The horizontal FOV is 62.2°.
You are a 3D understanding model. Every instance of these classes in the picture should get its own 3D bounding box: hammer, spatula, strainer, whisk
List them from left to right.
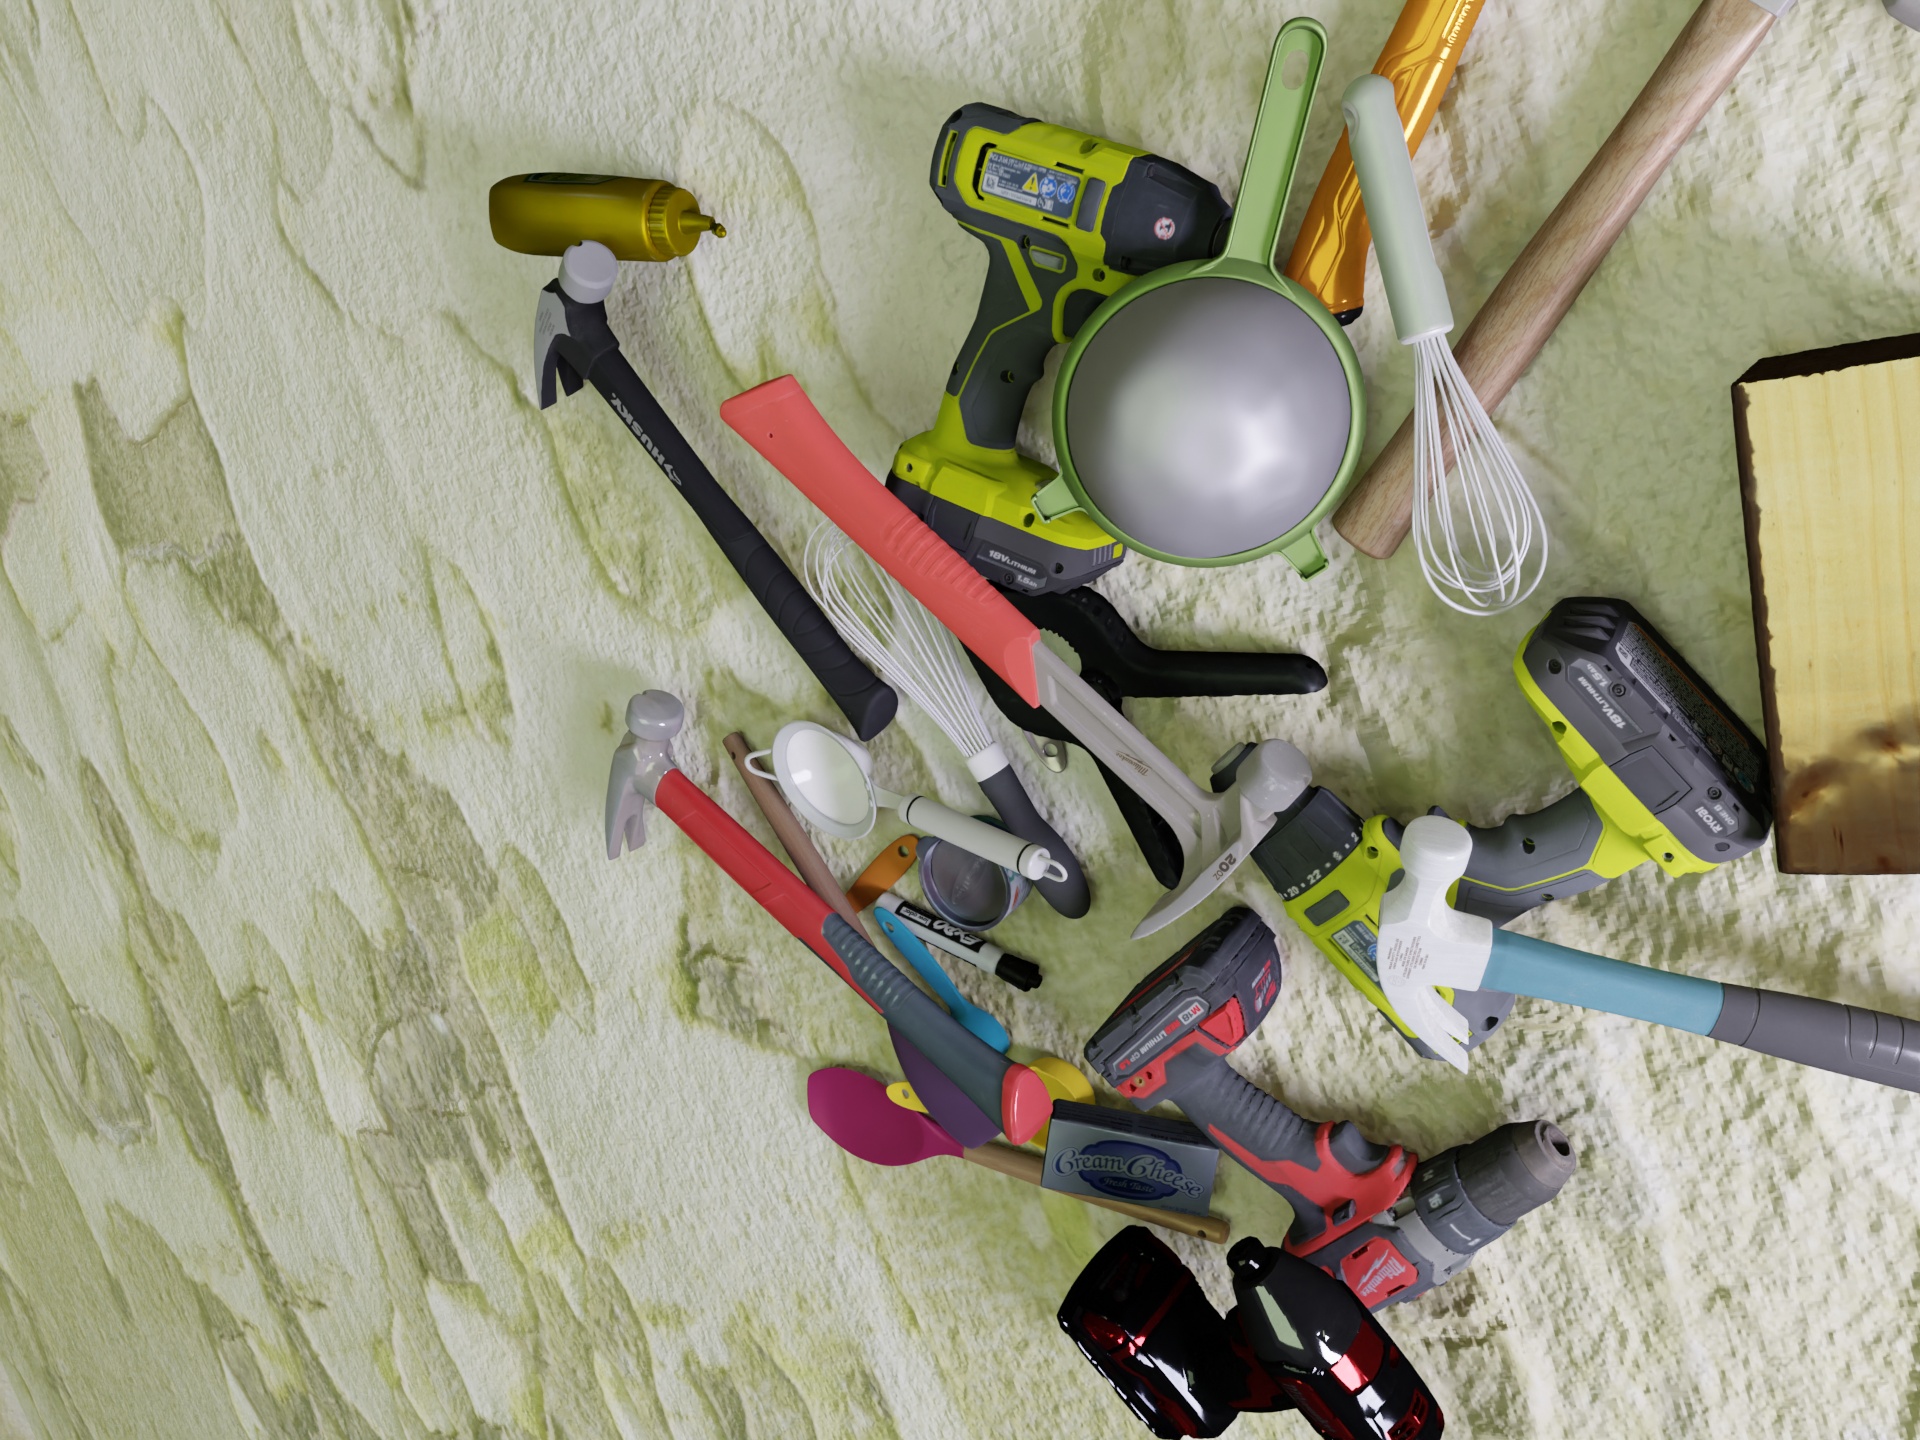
[{"bbox_3d":[-0.151,-0.126,0.986,0.335,0.035,0.146,52,151,-2],"label":"hammer"},{"bbox_3d":[-0.097,0.142,1.029,0.387,0.038,0.143,39,131,25],"label":"hammer"},{"bbox_3d":[-0.071,0.142,1.045,0.059,0.018,0.316,-41,78,41],"label":"spatula"},{"bbox_3d":[-0.032,0.052,0.962,0.259,0.050,0.086,21,132,41],"label":"strainer"},{"bbox_3d":[-0.002,-0.003,0.944,0.070,0.070,0.284,-28,96,37],"label":"whisk"},{"bbox_3d":[0.009,-0.046,0.832,0.359,0.037,0.149,43,134,8],"label":"hammer"},{"bbox_3d":[0.125,-0.183,0.724,0.151,0.069,0.256,14,115,5],"label":"strainer"},{"bbox_3d":[0.212,-0.166,0.713,0.059,0.058,0.246,-16,98,1],"label":"whisk"},{"bbox_3d":[0.211,-0.331,0.693,0.127,0.034,0.336,33,122,18],"label":"hammer"},{"bbox_3d":[0.266,-0.210,0.703,0.130,0.031,0.331,40,125,14],"label":"hammer"},{"bbox_3d":[0.352,0.132,0.713,0.331,0.033,0.128,12,128,10],"label":"hammer"}]

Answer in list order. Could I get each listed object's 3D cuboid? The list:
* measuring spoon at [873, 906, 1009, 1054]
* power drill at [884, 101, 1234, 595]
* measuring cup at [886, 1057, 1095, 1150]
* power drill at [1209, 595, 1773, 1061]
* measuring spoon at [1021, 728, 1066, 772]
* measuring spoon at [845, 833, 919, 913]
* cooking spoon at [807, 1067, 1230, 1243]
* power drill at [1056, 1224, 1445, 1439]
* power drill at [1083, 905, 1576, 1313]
[{"bbox_3d":[-0.018,0.174,1.021,0.128,0.021,0.042,51,137,-6],"label":"measuring spoon"},{"bbox_3d":[0.049,-0.187,0.828,0.171,0.080,0.223,26,117,23],"label":"power drill"},{"bbox_3d":[0.019,0.243,1.036,0.156,0.029,0.062,-4,105,37],"label":"measuring cup"},{"bbox_3d":[0.248,0.044,0.776,0.190,0.080,0.228,48,128,2],"label":"power drill"},{"bbox_3d":[0.034,-0.026,0.936,0.034,0.018,0.124,-21,102,26],"label":"measuring spoon"},{"bbox_3d":[-0.062,0.110,1.047,0.021,0.011,0.117,49,126,8],"label":"measuring spoon"},{"bbox_3d":[0.028,0.290,1.052,0.319,0.017,0.068,10,110,31],"label":"cooking spoon"},{"bbox_3d":[0.154,0.348,0.896,0.143,0.078,0.219,51,150,-5],"label":"power drill"},{"bbox_3d":[0.201,0.214,0.877,0.227,0.080,0.188,47,126,6],"label":"power drill"}]
